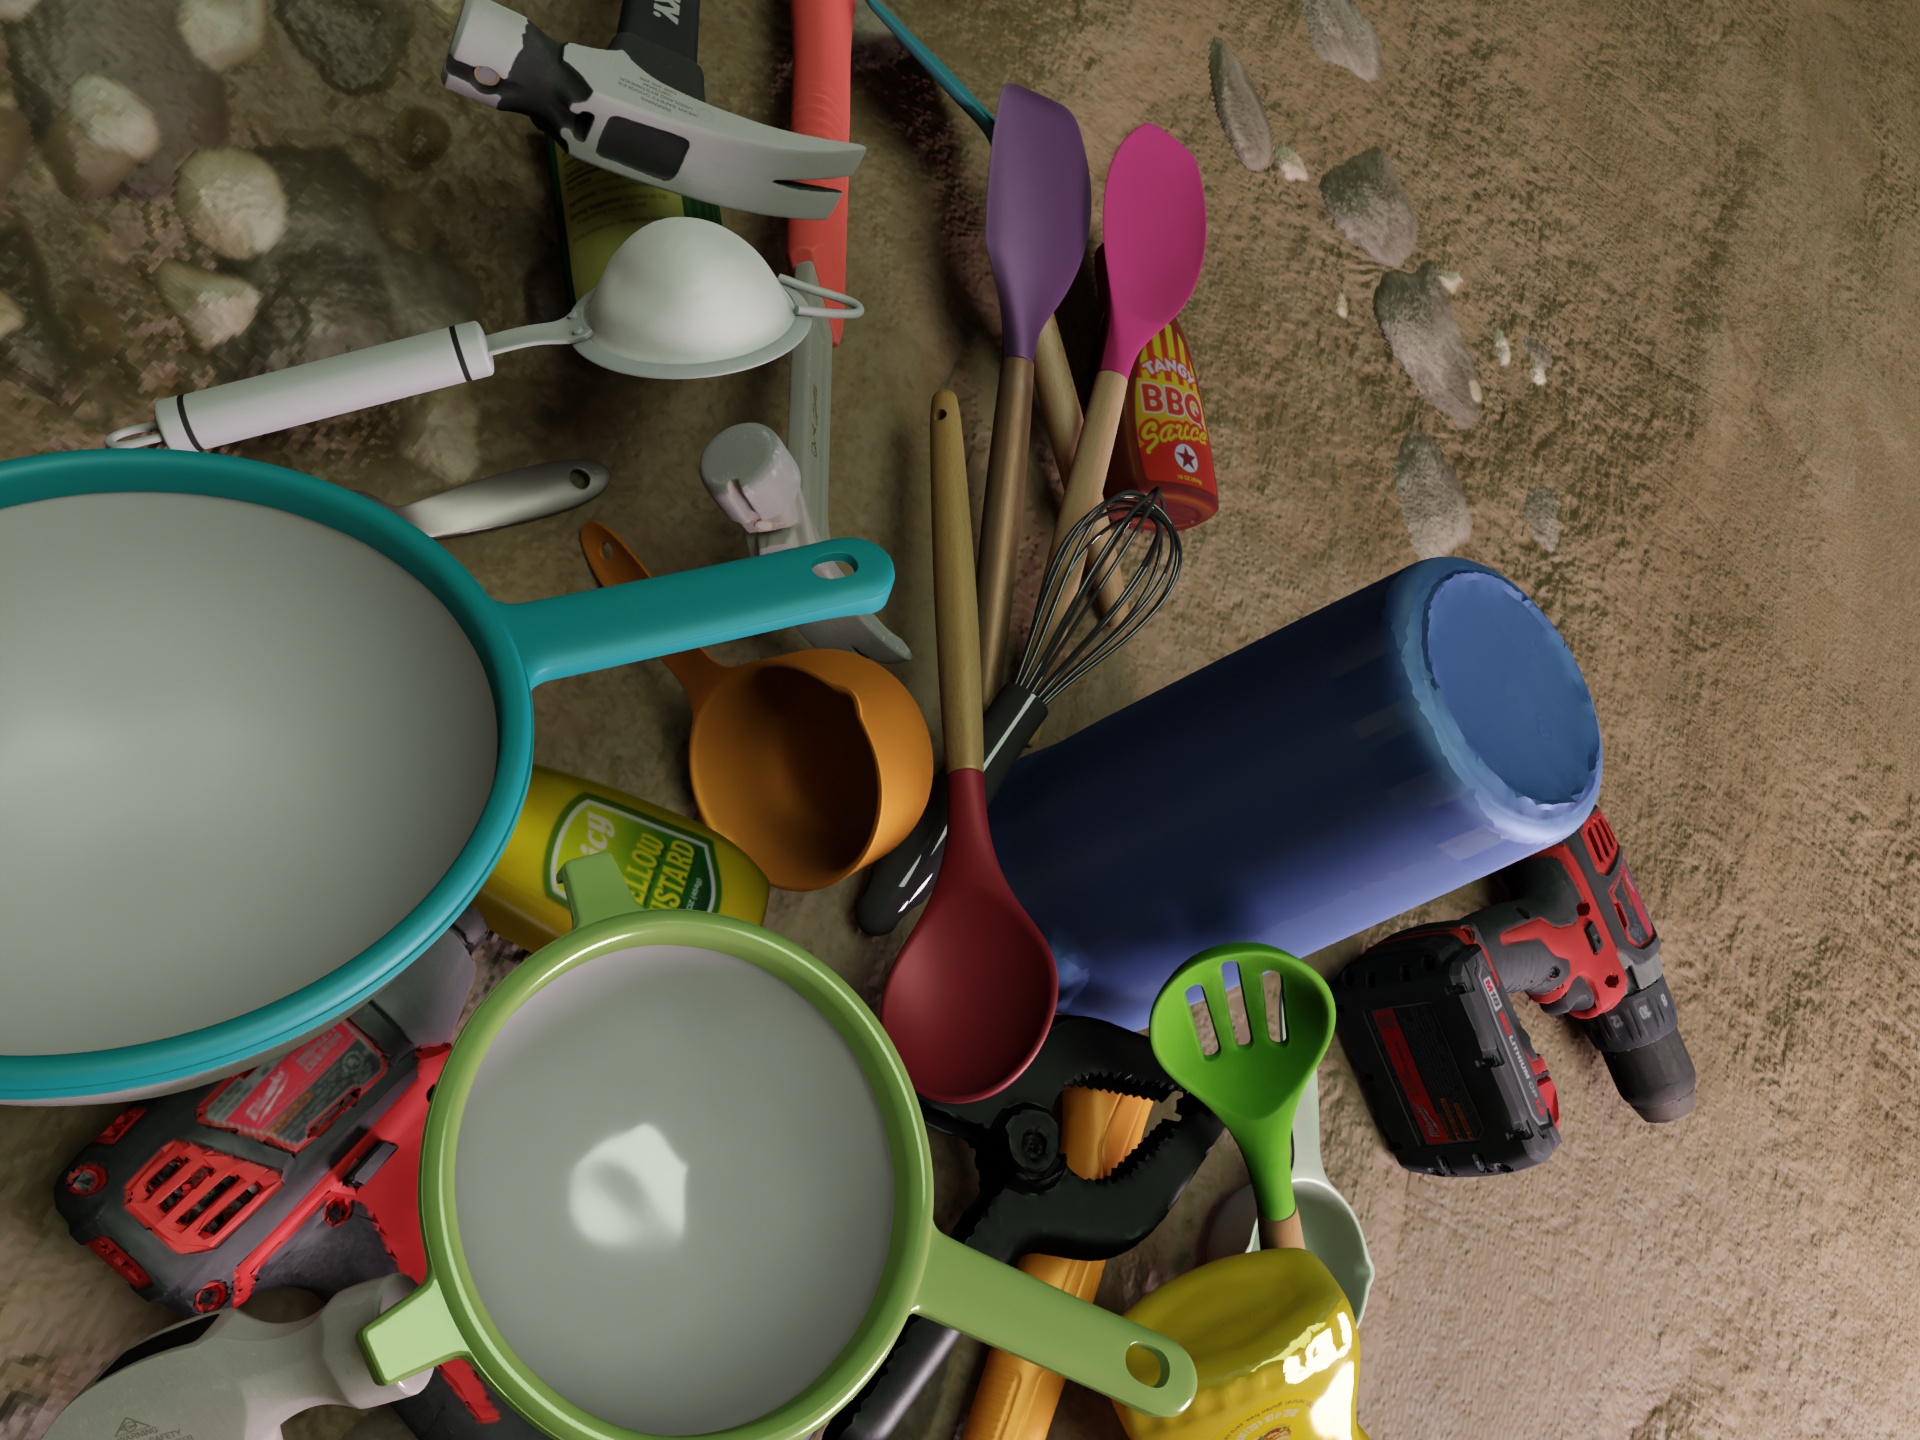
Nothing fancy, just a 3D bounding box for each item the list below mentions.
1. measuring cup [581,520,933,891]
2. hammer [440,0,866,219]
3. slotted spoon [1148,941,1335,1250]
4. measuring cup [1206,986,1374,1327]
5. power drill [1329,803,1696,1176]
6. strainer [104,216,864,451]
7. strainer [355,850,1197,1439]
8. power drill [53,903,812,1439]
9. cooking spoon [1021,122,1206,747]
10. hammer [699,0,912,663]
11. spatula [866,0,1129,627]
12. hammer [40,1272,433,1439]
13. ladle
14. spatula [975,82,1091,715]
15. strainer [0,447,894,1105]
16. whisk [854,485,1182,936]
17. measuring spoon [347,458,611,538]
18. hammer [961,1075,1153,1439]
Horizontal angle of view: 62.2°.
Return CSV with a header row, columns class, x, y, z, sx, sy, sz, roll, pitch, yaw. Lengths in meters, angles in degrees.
class,x,y,z,sx,sy,sz,roll,pitch,yaw
measuring cup,-0.080,-0.015,0.614,0.174,0.095,0.052,50,30,14
hammer,-0.113,-0.328,0.649,0.146,0.035,0.335,17,49,-25
slotted spoon,0.128,0.217,0.642,0.031,0.070,0.313,-89,168,-66
measuring cup,0.145,0.202,0.727,0.083,0.038,0.168,16,64,-32
power drill,0.309,0.159,0.843,0.226,0.080,0.188,-23,90,-42
strainer,-0.159,-0.129,0.542,0.258,0.050,0.087,-18,44,-10
strainer,-0.045,0.160,0.477,0.256,0.069,0.152,31,52,-20
power drill,-0.146,0.165,0.498,0.219,0.078,0.143,47,53,-11
cooking spoon,0.065,-0.139,0.751,0.068,0.017,0.319,24,73,-33
hammer,-0.058,-0.204,0.686,0.149,0.037,0.359,56,29,-59
spatula,0.026,-0.196,0.767,0.082,0.044,0.317,-25,100,-72
hammer,-0.161,0.318,0.431,0.130,0.031,0.331,-17,96,3
ladle,-0.001,-0.002,0.642,0.031,0.069,0.316,53,31,-61
spatula,0.025,-0.138,0.724,0.059,0.018,0.316,12,79,-32
strainer,-0.176,0.012,0.477,0.340,0.095,0.211,-16,57,-29
whisk,0.025,-0.008,0.679,0.055,0.055,0.239,42,71,-19
measuring spoon,-0.179,-0.081,0.587,0.124,0.018,0.034,-24,90,-40
hammer,0.020,0.285,0.606,0.127,0.034,0.337,37,56,-21
